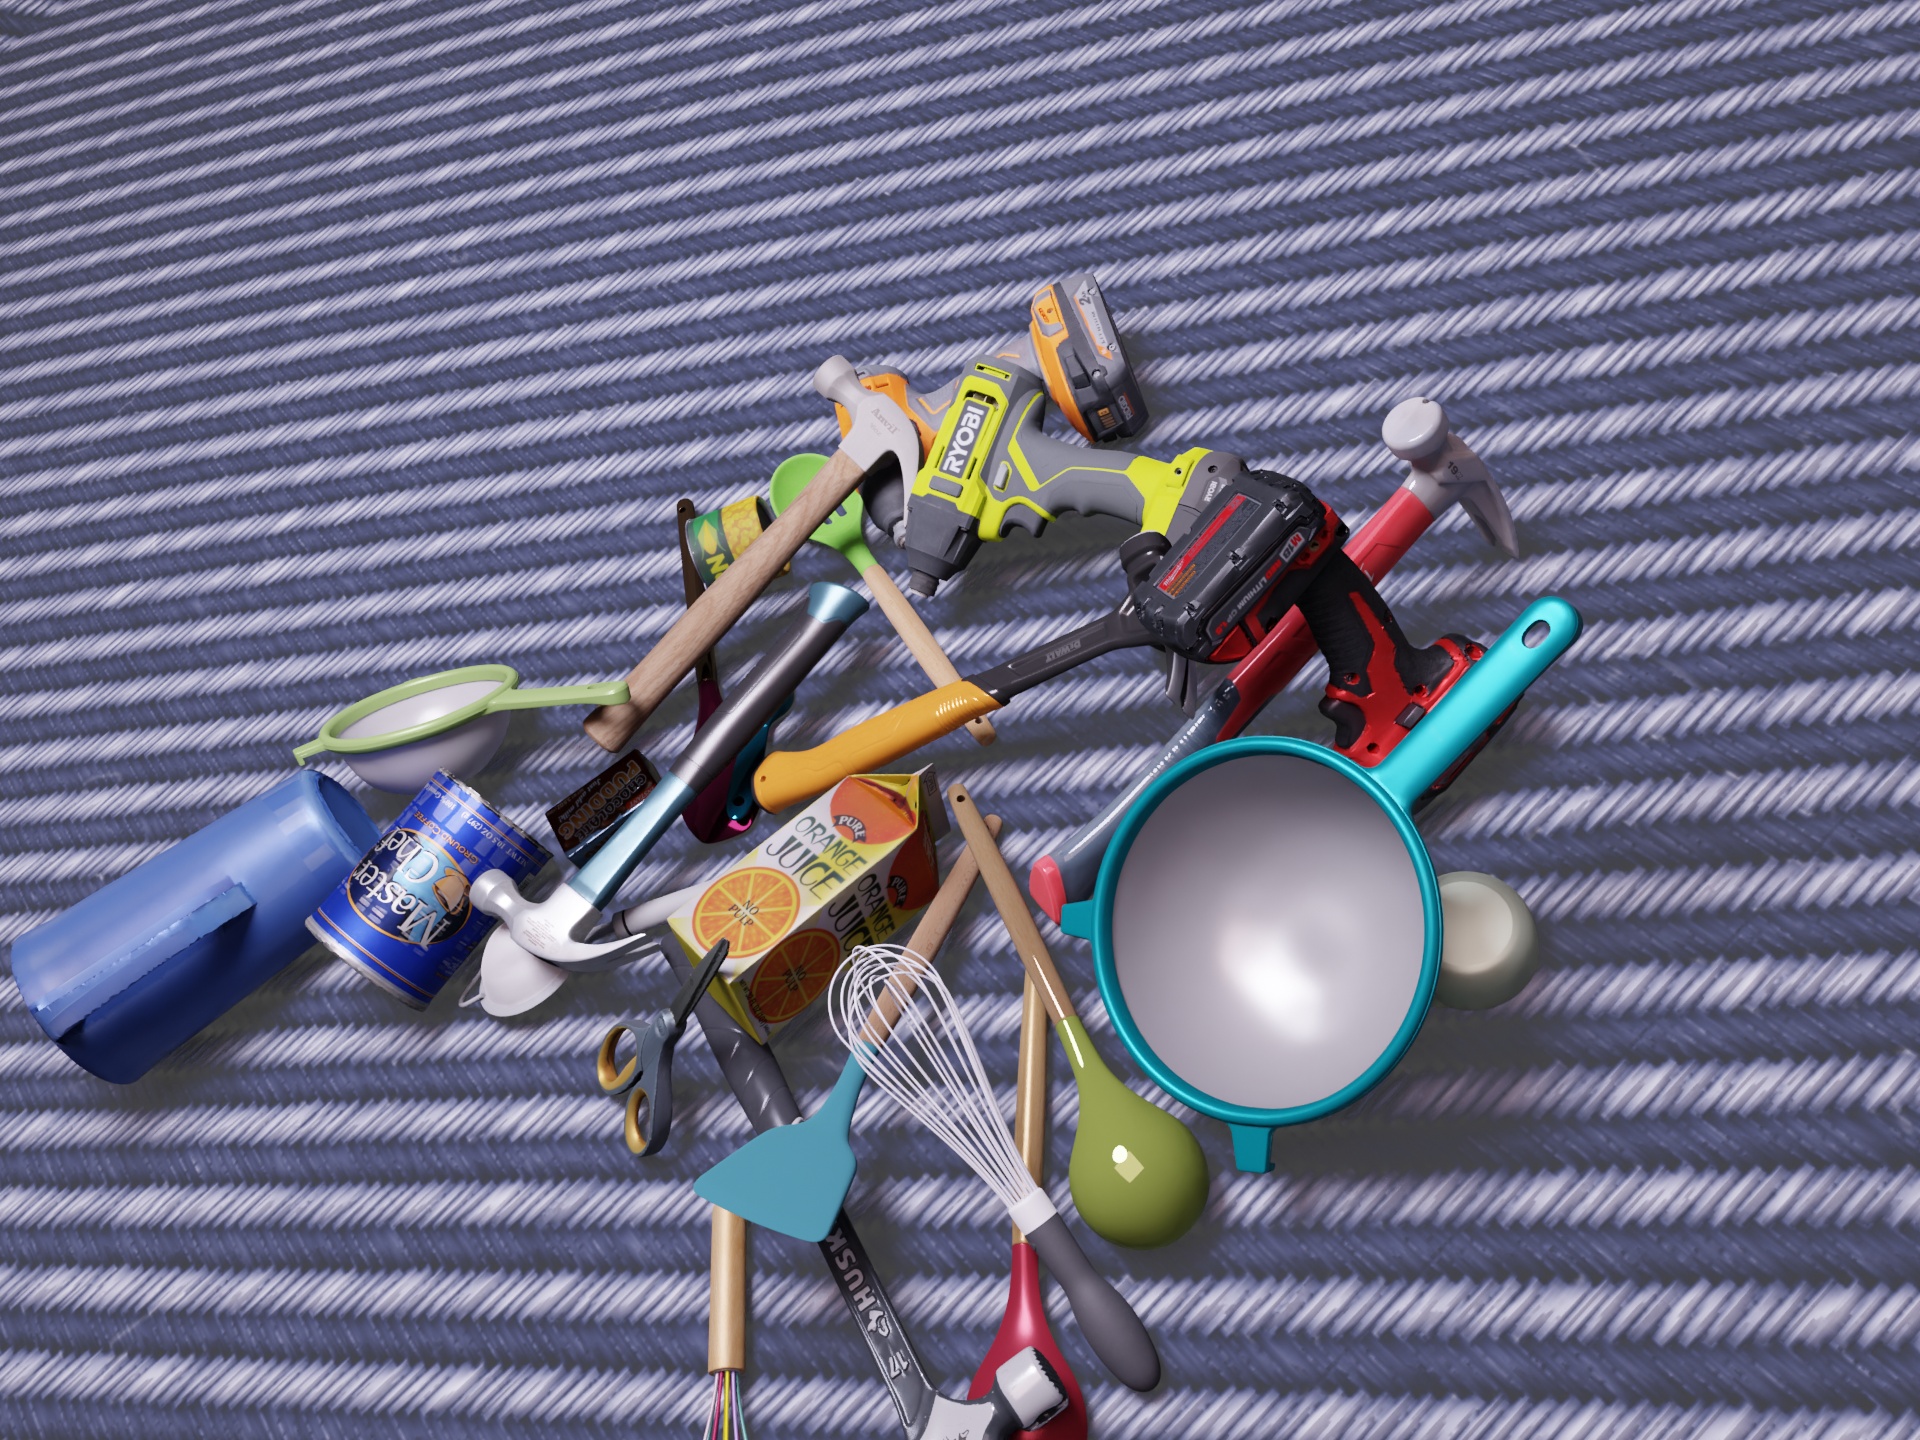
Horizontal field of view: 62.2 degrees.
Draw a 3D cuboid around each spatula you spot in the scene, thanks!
[{"bbox_3d":[-0.044,0.170,0.956,0.082,0.044,0.318,15,52,21],"label":"spatula"}]

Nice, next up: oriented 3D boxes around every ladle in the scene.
[{"bbox_3d":[0.055,0.165,0.955,0.078,0.062,0.321,-23,52,-5],"label":"ladle"},{"bbox_3d":[0.040,0.276,0.913,0.069,0.031,0.316,-7,56,17],"label":"ladle"}]

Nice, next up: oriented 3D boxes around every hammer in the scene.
[{"bbox_3d":[-0.182,0.032,1.091,0.128,0.033,0.331,34,77,23],"label":"hammer"},{"bbox_3d":[-0.002,-0.003,1.040,0.337,0.034,0.127,-24,53,26],"label":"hammer"},{"bbox_3d":[-0.154,-0.103,1.164,0.130,0.031,0.331,44,95,11],"label":"hammer"},{"bbox_3d":[-0.097,0.270,0.945,0.149,0.036,0.409,-36,49,-1],"label":"hammer"},{"bbox_3d":[0.192,-0.015,1.000,0.386,0.143,0.038,-48,40,3],"label":"hammer"}]

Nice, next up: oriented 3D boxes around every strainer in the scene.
[{"bbox_3d":[-0.241,0.141,1.098,0.258,0.050,0.087,-19,41,6],"label":"strainer"},{"bbox_3d":[-0.352,0.011,1.189,0.256,0.069,0.151,-4,21,21],"label":"strainer"},{"bbox_3d":[0.223,0.072,0.875,0.340,0.095,0.211,-50,55,18],"label":"strainer"}]

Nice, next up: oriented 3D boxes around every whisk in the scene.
[{"bbox_3d":[-0.131,0.391,0.899,0.051,0.047,0.245,-15,53,14],"label":"whisk"},{"bbox_3d":[0.021,0.243,0.876,0.070,0.070,0.285,-35,78,-2],"label":"whisk"}]

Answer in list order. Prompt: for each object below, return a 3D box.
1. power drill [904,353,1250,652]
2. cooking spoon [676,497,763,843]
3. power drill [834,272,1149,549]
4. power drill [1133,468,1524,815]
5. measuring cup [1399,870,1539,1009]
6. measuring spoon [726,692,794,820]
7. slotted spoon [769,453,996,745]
[{"bbox_3d":[0.074,-0.137,1.085,0.223,0.080,0.171,23,93,22],"label":"power drill"},{"bbox_3d":[-0.195,-0.047,1.206,0.069,0.017,0.319,-19,56,9],"label":"cooking spoon"},{"bbox_3d":[0.020,-0.225,1.196,0.226,0.084,0.164,-21,57,13],"label":"power drill"},{"bbox_3d":[0.213,-0.030,0.924,0.143,0.219,0.079,-49,21,6],"label":"power drill"},{"bbox_3d":[0.253,0.103,0.924,0.168,0.038,0.083,29,74,30],"label":"measuring cup"},{"bbox_3d":[-0.149,0.013,1.137,0.042,0.021,0.129,5,55,6],"label":"measuring spoon"},{"bbox_3d":[-0.056,-0.092,1.174,0.070,0.031,0.314,-27,55,-13],"label":"slotted spoon"}]
